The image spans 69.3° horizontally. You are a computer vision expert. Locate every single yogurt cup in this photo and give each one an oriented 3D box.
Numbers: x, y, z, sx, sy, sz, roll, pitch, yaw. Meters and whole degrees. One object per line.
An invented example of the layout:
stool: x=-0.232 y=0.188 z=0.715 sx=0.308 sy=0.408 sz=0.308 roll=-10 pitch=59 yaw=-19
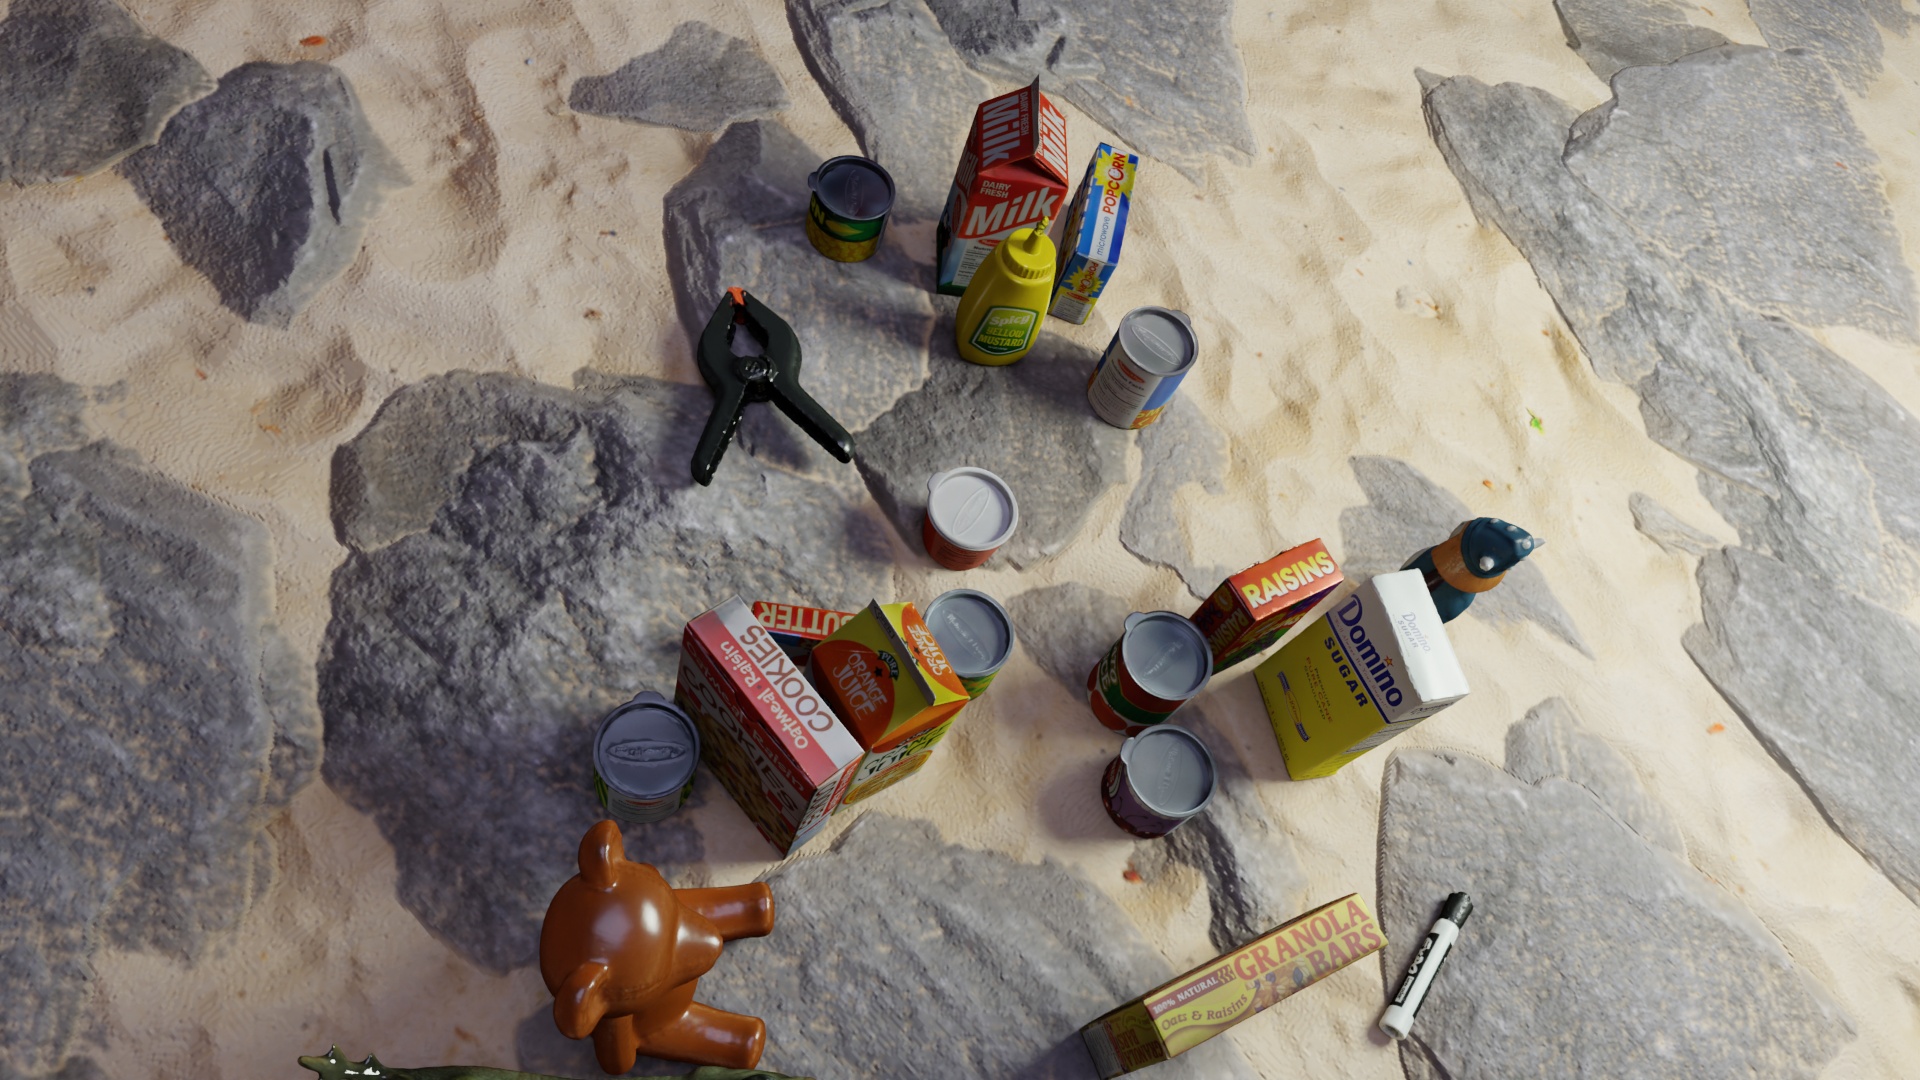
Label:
yogurt cup: x=0.004 y=-0.013 z=1.028 sx=0.072 sy=0.053 sz=0.073 roll=6 pitch=62 yaw=-12

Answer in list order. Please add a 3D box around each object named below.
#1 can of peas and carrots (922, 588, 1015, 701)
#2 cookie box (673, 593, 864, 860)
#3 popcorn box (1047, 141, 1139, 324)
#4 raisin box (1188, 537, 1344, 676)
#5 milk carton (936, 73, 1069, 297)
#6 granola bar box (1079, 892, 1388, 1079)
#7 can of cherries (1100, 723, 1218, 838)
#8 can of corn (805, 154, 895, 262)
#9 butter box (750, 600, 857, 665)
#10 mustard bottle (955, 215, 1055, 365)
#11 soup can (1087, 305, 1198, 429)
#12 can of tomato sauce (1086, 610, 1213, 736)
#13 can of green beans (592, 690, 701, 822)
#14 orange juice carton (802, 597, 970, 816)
can of peas and carrots: x=-0.003 y=0.077 z=0.977 sx=0.071 sy=0.058 sz=0.071 roll=6 pitch=62 yaw=-12
cookie box: x=-0.125 y=0.120 z=0.859 sx=0.040 sy=0.166 sz=0.123 roll=-35 pitch=77 yaw=-27
popcorn box: x=0.110 y=-0.257 z=1.165 sx=0.038 sy=0.084 sz=0.127 roll=17 pitch=60 yaw=-6
raisin box: x=0.211 y=0.052 z=1.009 sx=0.086 sy=0.122 sz=0.040 roll=-21 pitch=71 yaw=-23
milk carton: x=0.035 y=-0.274 z=1.094 sx=0.073 sy=0.189 sz=0.072 roll=6 pitch=62 yaw=-12
granola bar box: x=0.169 y=0.282 z=0.878 sx=0.166 sy=0.123 sz=0.039 roll=-18 pitch=70 yaw=-22
can of cherries: x=0.135 y=0.167 z=0.967 sx=0.071 sy=0.058 sz=0.072 roll=6 pitch=62 yaw=-12
can of corn: x=-0.093 y=-0.270 z=1.134 sx=0.071 sy=0.058 sz=0.071 roll=6 pitch=62 yaw=-12
butter box: x=-0.096 y=0.068 z=0.960 sx=0.103 sy=0.053 sz=0.024 roll=9 pitch=62 yaw=-10
mustard bottle: x=0.040 y=-0.195 z=1.071 sx=0.065 sy=0.159 sz=0.049 roll=3 pitch=63 yaw=-13
soup can: x=0.147 y=-0.139 z=1.114 sx=0.071 sy=0.083 sz=0.071 roll=6 pitch=62 yaw=-12
can of tomato sauce: x=0.131 y=0.095 z=0.989 sx=0.071 sy=0.082 sz=0.071 roll=6 pitch=62 yaw=-12
can of green beans: x=-0.202 y=0.142 z=0.891 sx=0.071 sy=0.057 sz=0.071 roll=6 pitch=62 yaw=-12
orange juice carton: x=-0.053 y=0.103 z=0.873 sx=0.073 sy=0.191 sz=0.072 roll=-24 pitch=72 yaw=-24
